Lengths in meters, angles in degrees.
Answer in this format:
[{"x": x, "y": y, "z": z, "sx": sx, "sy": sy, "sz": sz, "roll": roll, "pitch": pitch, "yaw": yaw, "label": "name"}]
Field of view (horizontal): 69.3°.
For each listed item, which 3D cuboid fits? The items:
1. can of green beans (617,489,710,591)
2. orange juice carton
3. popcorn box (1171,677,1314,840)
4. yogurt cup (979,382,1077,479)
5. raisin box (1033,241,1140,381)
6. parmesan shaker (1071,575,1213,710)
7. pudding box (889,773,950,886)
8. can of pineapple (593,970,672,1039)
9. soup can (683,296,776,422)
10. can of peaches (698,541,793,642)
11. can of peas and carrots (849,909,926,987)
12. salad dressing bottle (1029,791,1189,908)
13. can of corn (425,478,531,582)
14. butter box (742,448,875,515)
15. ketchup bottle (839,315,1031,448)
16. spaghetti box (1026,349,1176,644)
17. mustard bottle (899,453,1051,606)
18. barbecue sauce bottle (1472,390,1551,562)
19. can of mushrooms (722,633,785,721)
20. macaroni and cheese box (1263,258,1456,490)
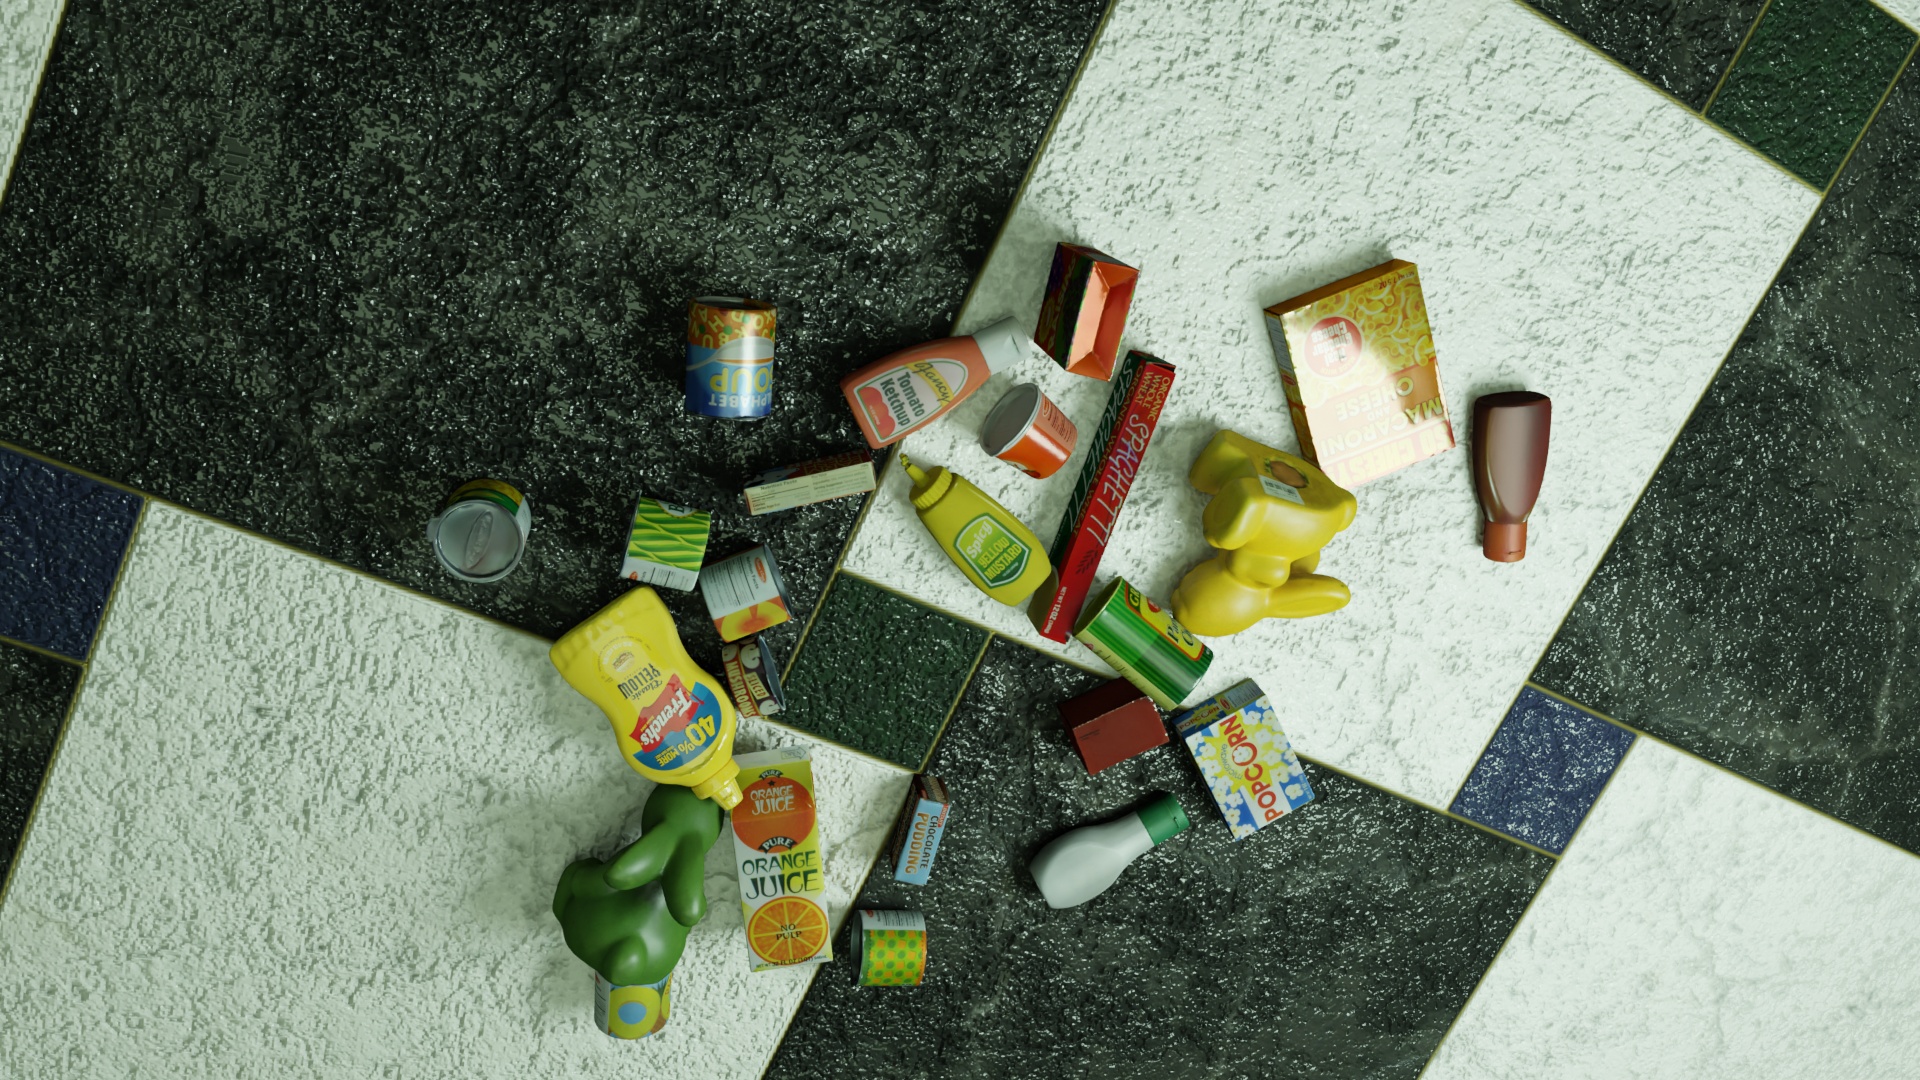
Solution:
[{"x": -0.233, "y": 0.002, "z": 1.091, "sx": 0.058, "sy": 0.071, "sz": 0.071, "roll": 14, "pitch": 105, "yaw": -16, "label": "can of green beans"}, {"x": -0.155, "y": 0.265, "z": 1.189, "sx": 0.072, "sy": 0.073, "sz": 0.192, "roll": -6, "pitch": 109, "yaw": -7, "label": "orange juice carton"}, {"x": 0.258, "y": 0.200, "z": 1.266, "sx": 0.085, "sy": 0.038, "sz": 0.126, "roll": -28, "pitch": 111, "yaw": 0, "label": "popcorn box"}, {"x": 0.057, "y": -0.086, "z": 1.120, "sx": 0.054, "sy": 0.072, "sz": 0.072, "roll": 35, "pitch": 99, "yaw": -27, "label": "yogurt cup"}, {"x": 0.095, "y": -0.178, "z": 1.064, "sx": 0.040, "sy": 0.124, "sz": 0.085, "roll": 9, "pitch": 106, "yaw": -12, "label": "raisin box"}, {"x": 0.154, "y": 0.087, "z": 1.177, "sx": 0.103, "sy": 0.071, "sz": 0.071, "roll": 39, "pitch": 98, "yaw": -3, "label": "parmesan shaker"}, {"x": -0.036, "y": 0.254, "z": 1.221, "sx": 0.030, "sy": 0.050, "sz": 0.083, "roll": 14, "pitch": 105, "yaw": -13, "label": "pudding box"}, {"x": -0.283, "y": 0.391, "z": 1.210, "sx": 0.071, "sy": 0.071, "sz": 0.057, "roll": 3, "pitch": 108, "yaw": -12, "label": "can of pineapple"}, {"x": -0.173, "y": -0.138, "z": 1.053, "sx": 0.071, "sy": 0.071, "sz": 0.083, "roll": 2, "pitch": 108, "yaw": -12, "label": "soup can"}, {"x": -0.172, "y": 0.043, "z": 1.118, "sx": 0.058, "sy": 0.071, "sz": 0.071, "roll": -21, "pitch": 111, "yaw": -3, "label": "can of peaches"}, {"x": -0.066, "y": 0.367, "z": 1.244, "sx": 0.059, "sy": 0.071, "sz": 0.070, "roll": 4, "pitch": 107, "yaw": -13, "label": "can of peas and carrots"}, {"x": 0.137, "y": 0.281, "z": 1.267, "sx": 0.148, "sy": 0.044, "sz": 0.064, "roll": -29, "pitch": 109, "yaw": -2, "label": "salad dressing bottle"}, {"x": -0.368, "y": -0.009, "z": 1.065, "sx": 0.071, "sy": 0.058, "sz": 0.071, "roll": -3, "pitch": 109, "yaw": -10, "label": "can of corn"}, {"x": -0.120, "y": -0.047, "z": 1.104, "sx": 0.103, "sy": 0.053, "sz": 0.024, "roll": -13, "pitch": 108, "yaw": -7, "label": "butter box"}, {"x": -0.017, "y": -0.131, "z": 1.101, "sx": 0.149, "sy": 0.043, "sz": 0.064, "roll": -26, "pitch": 111, "yaw": -2, "label": "ketchup bottle"}, {"x": 0.115, "y": -0.036, "z": 1.154, "sx": 0.029, "sy": 0.050, "sz": 0.249, "roll": 16, "pitch": 104, "yaw": -17, "label": "spaghetti box"}, {"x": 0.004, "y": -0.014, "z": 1.140, "sx": 0.065, "sy": 0.049, "sz": 0.160, "roll": -46, "pitch": 110, "yaw": 4, "label": "mustard bottle"}, {"x": 0.483, "y": -0.055, "z": 1.223, "sx": 0.065, "sy": 0.044, "sz": 0.148, "roll": -8, "pitch": 110, "yaw": -8, "label": "barbecue sauce bottle"}, {"x": -0.169, "y": 0.113, "z": 1.138, "sx": 0.033, "sy": 0.071, "sz": 0.070, "roll": -18, "pitch": 111, "yaw": -3, "label": "can of mushrooms"}, {"x": 0.338, "y": -0.137, "z": 1.169, "sx": 0.124, "sy": 0.040, "sz": 0.166, "roll": -21, "pitch": 110, "yaw": -3, "label": "macaroni and cheese box"}]
